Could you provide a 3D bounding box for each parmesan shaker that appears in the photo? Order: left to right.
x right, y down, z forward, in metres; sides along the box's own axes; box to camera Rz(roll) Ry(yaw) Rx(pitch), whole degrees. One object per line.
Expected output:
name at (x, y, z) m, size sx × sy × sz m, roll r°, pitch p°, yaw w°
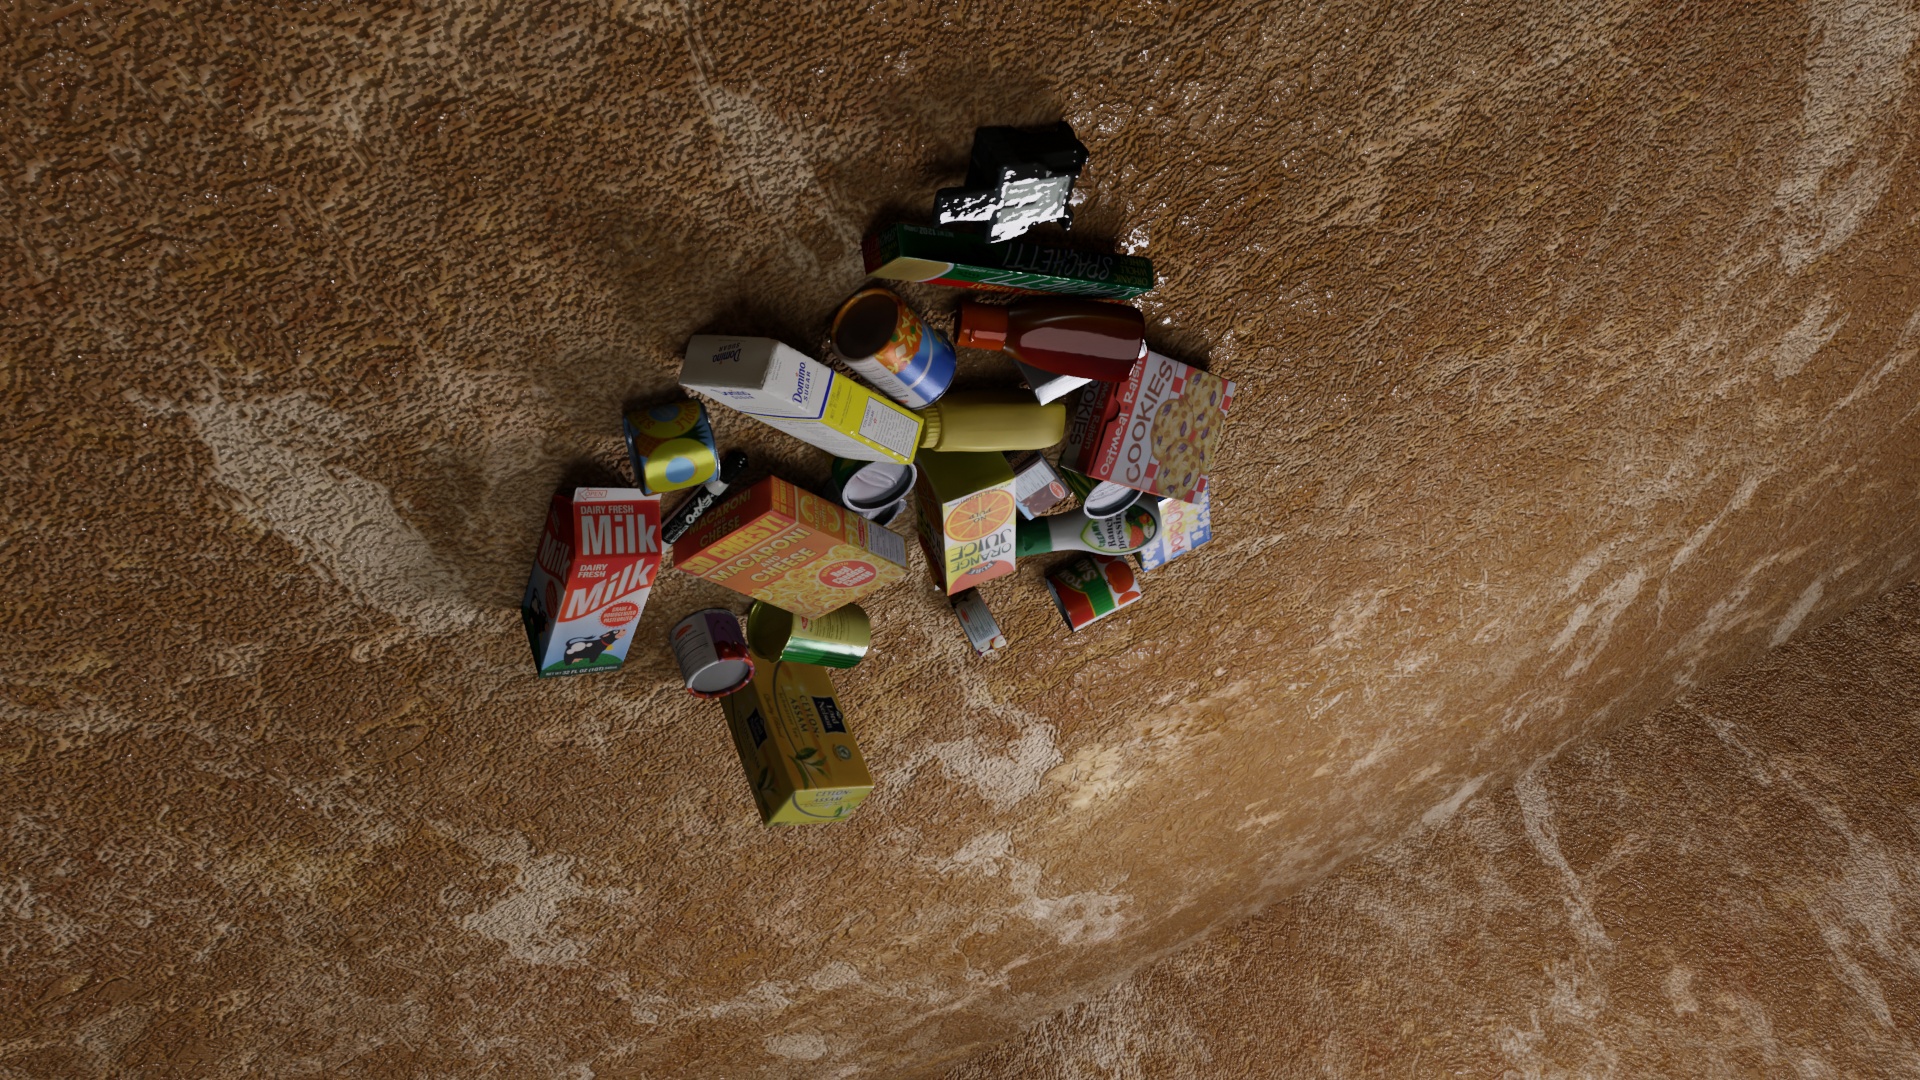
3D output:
parmesan shaker at (-0.144, 0.089, 1.328) m, size 0.103 × 0.071 × 0.071 m, roll 15°, pitch 128°, yaw -47°

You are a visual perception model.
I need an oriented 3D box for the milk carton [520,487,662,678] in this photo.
milk carton at (-0.297, 0.023, 1.123) m, size 0.072 × 0.074 × 0.189 m, roll -2°, pitch 139°, yaw -34°

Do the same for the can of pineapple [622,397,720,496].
can of pineapple at (-0.220, -0.072, 1.055) m, size 0.058 × 0.071 × 0.070 m, roll -15°, pitch 145°, yaw -19°

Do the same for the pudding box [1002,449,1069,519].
pudding box at (0.065, -0.058, 1.318) m, size 0.049 × 0.030 × 0.083 m, roll -34°, pitch 147°, yaw 8°

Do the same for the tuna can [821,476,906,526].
tuna can at (-0.086, -0.036, 1.234) m, size 0.071 × 0.033 × 0.070 m, roll -19°, pitch 146°, yaw -13°

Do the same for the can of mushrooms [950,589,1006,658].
can of mushrooms at (0.019, 0.087, 1.452) m, size 0.033 × 0.071 × 0.070 m, roll -29°, pitch 147°, yaw 0°

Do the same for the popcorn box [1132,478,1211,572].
popcorn box at (0.218, -0.028, 1.465) m, size 0.085 × 0.038 × 0.126 m, roll -27°, pitch 147°, yaw -5°

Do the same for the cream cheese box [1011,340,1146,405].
cream cheese box at (0.101, -0.160, 1.182) m, size 0.104 × 0.053 × 0.024 m, roll -26°, pitch 145°, yaw -3°

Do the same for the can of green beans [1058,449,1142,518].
can of green beans at (0.136, -0.064, 1.336) m, size 0.071 × 0.058 × 0.071 m, roll -19°, pitch 146°, yaw -13°

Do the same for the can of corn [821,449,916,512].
can of corn at (-0.076, -0.069, 1.172) m, size 0.071 × 0.058 × 0.070 m, roll -19°, pitch 146°, yaw -13°

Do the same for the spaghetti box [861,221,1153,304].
spaghetti box at (0.043, -0.211, 1.072) m, size 0.251 × 0.028 × 0.050 m, roll -1°, pitch 173°, yaw -35°

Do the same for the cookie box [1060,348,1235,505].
cookie box at (0.175, -0.107, 1.268) m, size 0.167 × 0.040 × 0.122 m, roll 12°, pitch 96°, yaw -45°

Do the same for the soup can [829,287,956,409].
soup can at (-0.051, -0.151, 1.074) m, size 0.071 × 0.071 × 0.083 m, roll -37°, pitch 146°, yaw 13°

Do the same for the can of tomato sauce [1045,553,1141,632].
can of tomato sauce at (0.142, 0.049, 1.491) m, size 0.083 × 0.071 × 0.071 m, roll -26°, pitch 147°, yaw -4°

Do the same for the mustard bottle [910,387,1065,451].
mustard bottle at (0.009, -0.102, 1.186) m, size 0.160 × 0.065 × 0.048 m, roll -5°, pitch 112°, yaw -24°

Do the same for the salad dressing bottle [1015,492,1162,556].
salad dressing bottle at (0.124, -0.012, 1.381) m, size 0.148 × 0.044 × 0.064 m, roll -9°, pitch 112°, yaw 2°

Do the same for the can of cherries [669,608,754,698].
can of cherries at (-0.230, 0.107, 1.301) m, size 0.071 × 0.058 × 0.071 m, roll -19°, pitch 146°, yaw -13°

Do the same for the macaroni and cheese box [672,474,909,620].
macaroni and cheese box at (-0.146, 0.009, 1.205) m, size 0.123 × 0.040 × 0.166 m, roll -27°, pitch 145°, yaw 31°

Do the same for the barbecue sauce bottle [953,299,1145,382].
barbecue sauce bottle at (0.070, -0.166, 1.119) m, size 0.149 × 0.044 × 0.064 m, roll 6°, pitch 128°, yaw -11°

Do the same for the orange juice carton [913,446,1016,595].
orange juice carton at (0.005, -0.016, 1.291) m, size 0.072 × 0.073 × 0.191 m, roll -20°, pitch 147°, yaw -12°
